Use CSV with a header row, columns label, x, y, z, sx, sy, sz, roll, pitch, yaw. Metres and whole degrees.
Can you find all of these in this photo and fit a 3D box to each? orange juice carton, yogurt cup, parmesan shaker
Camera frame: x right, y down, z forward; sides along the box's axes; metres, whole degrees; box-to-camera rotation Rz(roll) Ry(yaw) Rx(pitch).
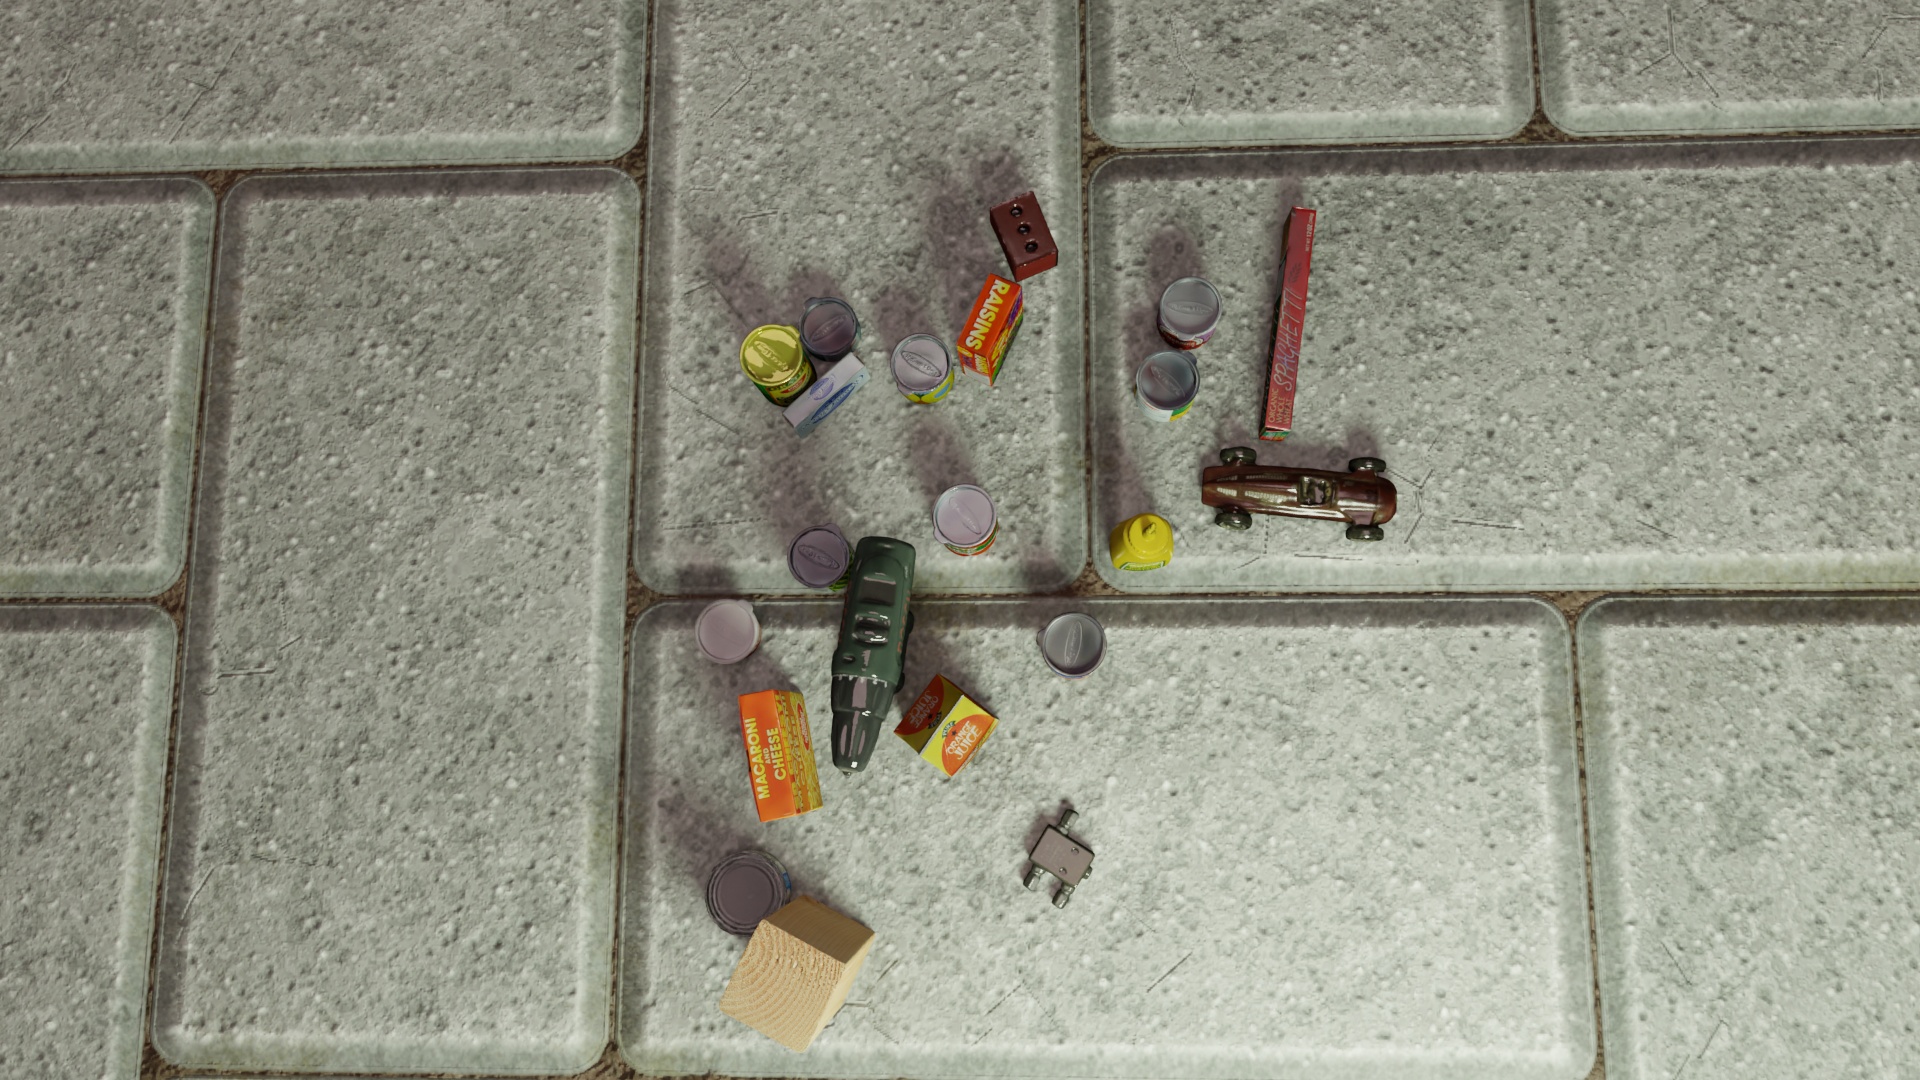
label,x,y,z,sx,sy,sz,roll,pitch,yaw
orange juice carton,-0.012,0.183,1.374,0.073,0.192,0.072,37,86,8
yogurt cup,-0.243,0.098,1.471,0.072,0.054,0.072,0,82,3
parmesan shaker,-0.191,-0.187,1.487,0.071,0.103,0.071,-1,82,3

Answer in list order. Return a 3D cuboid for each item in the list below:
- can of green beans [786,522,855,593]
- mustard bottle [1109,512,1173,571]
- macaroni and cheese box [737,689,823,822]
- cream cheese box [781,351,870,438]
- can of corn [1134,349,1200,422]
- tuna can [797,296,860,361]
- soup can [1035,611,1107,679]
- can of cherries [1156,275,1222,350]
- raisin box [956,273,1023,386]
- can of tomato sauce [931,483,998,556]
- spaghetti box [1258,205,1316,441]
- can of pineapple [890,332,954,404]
label,x,y,z,sx,sy,sz,roll,pitch,yaw
can of green beans,-0.146,0.021,1.475,0.071,0.057,0.071,0,82,3
mustard bottle,0.186,0.001,1.407,0.065,0.160,0.049,-4,82,3
macaroni and cheese box,-0.179,0.215,1.393,0.040,0.166,0.124,-12,81,2
cream cheese box,-0.145,-0.157,1.505,0.104,0.053,0.024,-42,82,-3
can of corn,0.221,-0.166,1.482,0.071,0.058,0.071,0,82,3
tuna can,-0.145,-0.233,1.527,0.071,0.033,0.071,0,81,3
soup can,0.114,0.109,1.433,0.071,0.083,0.071,0,82,3
can of cherries,0.244,-0.241,1.492,0.071,0.058,0.071,0,82,3
raisin box,0.033,-0.221,1.469,0.040,0.123,0.086,25,84,7
can of tomato sauce,0.005,-0.018,1.460,0.071,0.083,0.071,0,82,3
spaghetti box,0.350,-0.231,1.488,0.029,0.050,0.250,8,82,5
can of pineapple,-0.042,-0.184,1.501,0.071,0.058,0.071,0,82,3
